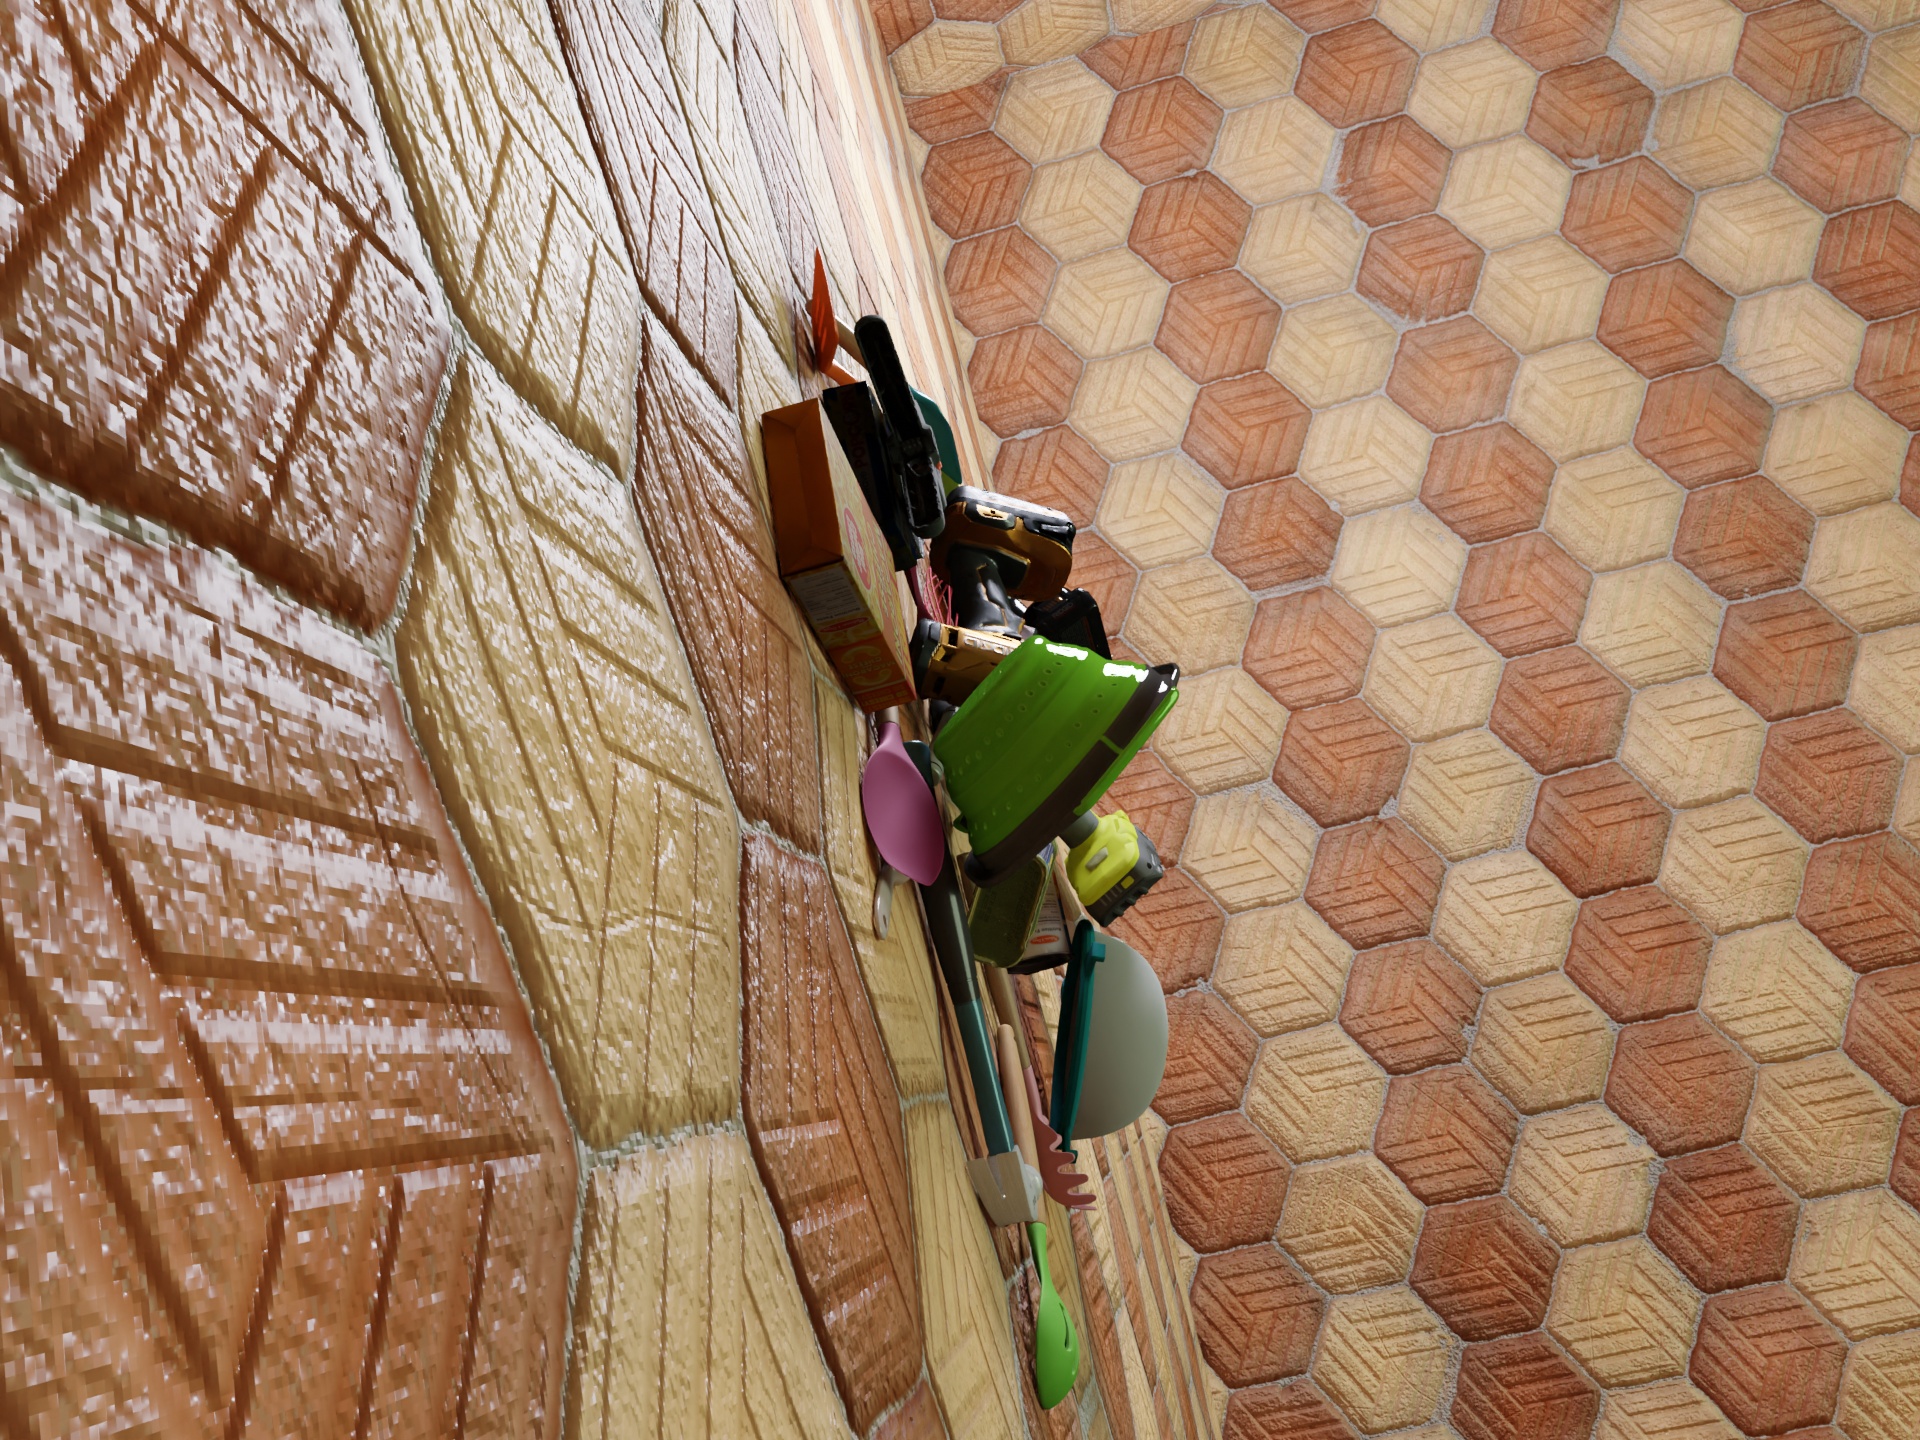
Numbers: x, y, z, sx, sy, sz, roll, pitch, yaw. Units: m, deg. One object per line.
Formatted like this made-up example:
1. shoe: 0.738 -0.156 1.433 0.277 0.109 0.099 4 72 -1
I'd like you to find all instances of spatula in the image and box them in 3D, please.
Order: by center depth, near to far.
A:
1. spatula: -0.073 -0.265 1.306 0.322 0.041 0.081 48 28 -67
2. spatula: -0.067 -0.291 1.390 0.082 0.044 0.317 44 7 22

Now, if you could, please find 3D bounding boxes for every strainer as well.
1. strainer: -0.002 -0.004 1.304 0.259 0.050 0.086 -67 147 -61
2. strainer: 0.144 0.294 1.532 0.340 0.095 0.211 -3 101 -88

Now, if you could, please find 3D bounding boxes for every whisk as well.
1. whisk: -0.006 -0.074 1.492 0.296 0.073 0.073 -85 160 -55

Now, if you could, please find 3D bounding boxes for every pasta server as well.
1. pasta server: 0.052 0.260 1.322 0.060 0.040 0.316 -172 -114 -83

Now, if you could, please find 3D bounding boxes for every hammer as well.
1. hammer: 0.001 0.176 1.075 0.128 0.033 0.331 37 39 -82
2. hammer: 0.074 0.120 1.676 0.130 0.031 0.331 20 -37 53

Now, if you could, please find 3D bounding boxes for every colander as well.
1. colander: 0.028 0.024 1.168 0.094 0.204 0.397 42 -17 -4

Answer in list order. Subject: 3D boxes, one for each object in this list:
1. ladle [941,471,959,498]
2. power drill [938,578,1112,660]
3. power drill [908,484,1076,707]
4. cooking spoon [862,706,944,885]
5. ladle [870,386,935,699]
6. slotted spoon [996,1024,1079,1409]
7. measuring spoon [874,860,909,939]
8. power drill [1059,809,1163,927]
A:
1. ladle: 0.005 -0.148 1.466 0.078 0.062 0.321 45 13 -38
2. power drill: 0.054 -0.123 1.685 0.227 0.084 0.164 36 -25 44
3. power drill: 0.052 -0.086 1.324 0.226 0.185 0.084 -84 -168 -46
4. cooking spoon: -0.050 -0.010 1.067 0.068 0.017 0.319 33 29 -31
5. ladle: -0.053 -0.165 1.410 0.069 0.031 0.316 69 7 -67
6. slotted spoon: 0.052 0.351 1.175 0.314 0.031 0.070 -99 172 -49
7. measuring spoon: -0.038 0.100 0.957 0.124 0.018 0.034 -83 159 -71
8. power drill: 0.078 0.077 1.445 0.228 0.080 0.191 45 10 -10
